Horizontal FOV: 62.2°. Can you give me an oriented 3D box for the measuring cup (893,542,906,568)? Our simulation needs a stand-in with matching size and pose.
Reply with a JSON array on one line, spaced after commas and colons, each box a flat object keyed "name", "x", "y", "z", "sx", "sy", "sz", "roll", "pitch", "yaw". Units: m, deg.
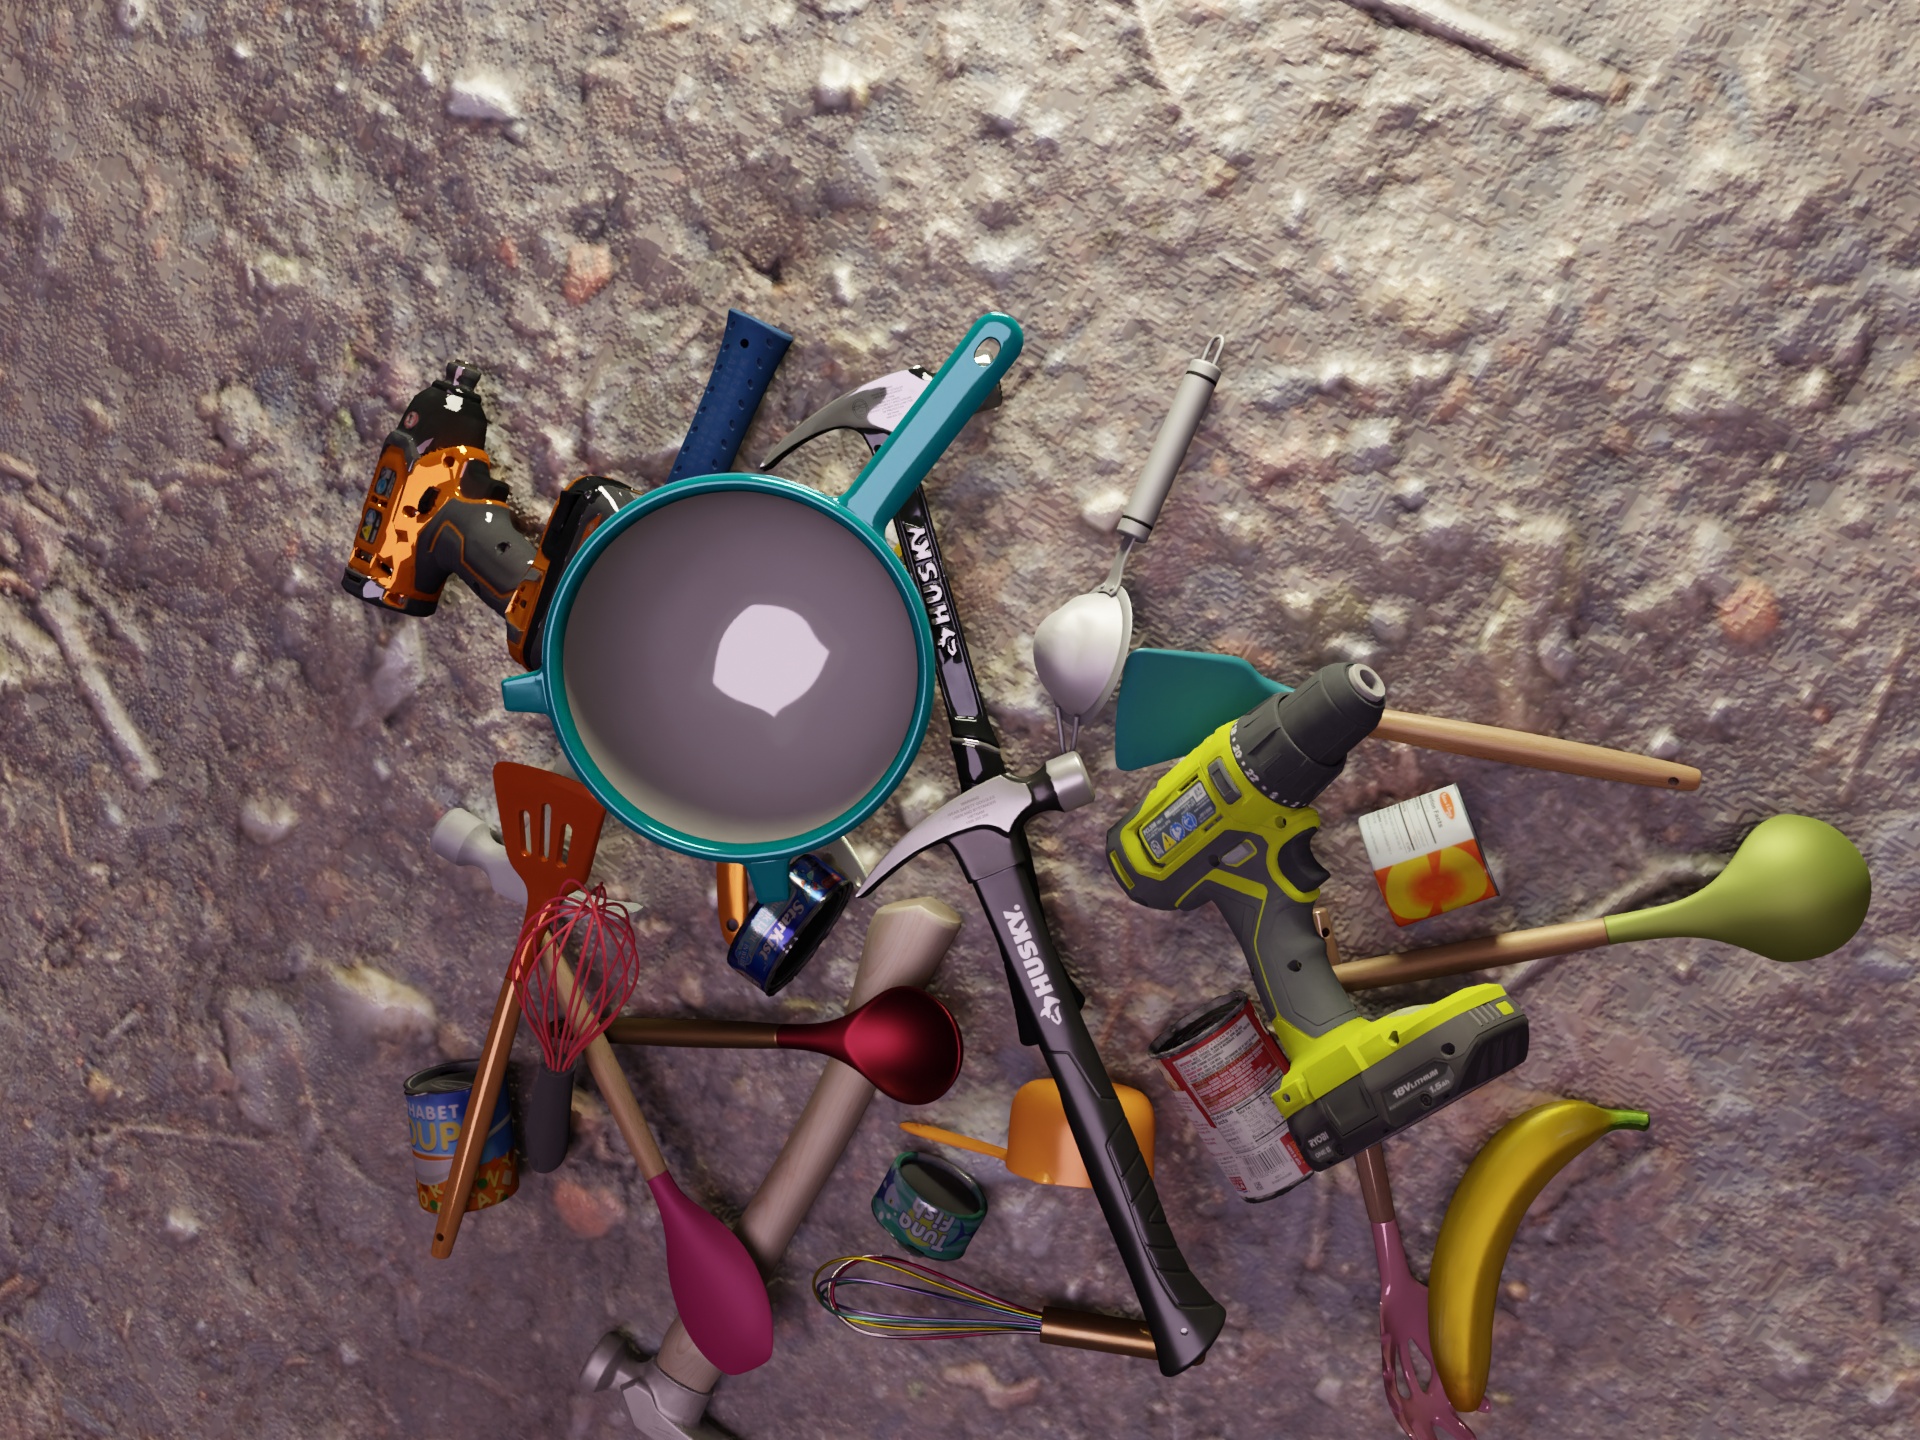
[{"name": "measuring cup", "x": -0.060, "y": -0.040, "z": 0.979, "sx": 0.062, "sy": 0.029, "sz": 0.156, "roll": 25, "pitch": 89, "yaw": 4}]

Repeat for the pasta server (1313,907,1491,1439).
[{"name": "pasta server", "x": 0.243, "y": 0.264, "z": 0.922, "sx": 0.060, "sy": 0.040, "sz": 0.316, "roll": -13, "pitch": 91, "yaw": -19}]

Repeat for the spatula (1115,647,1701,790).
[{"name": "spatula", "x": 0.248, "y": 0.011, "z": 0.891, "sx": 0.317, "sy": 0.044, "sz": 0.082, "roll": 10, "pitch": 122, "yaw": 11}]

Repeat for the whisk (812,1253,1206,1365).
[{"name": "whisk", "x": 0.028, "y": 0.365, "z": 0.976, "sx": 0.245, "sy": 0.051, "sz": 0.047, "roll": 7, "pitch": 85, "yaw": 5}]

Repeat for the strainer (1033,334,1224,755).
[{"name": "strainer", "x": 0.094, "y": -0.103, "z": 0.910, "sx": 0.050, "sy": 0.087, "sz": 0.258, "roll": 24, "pitch": 91, "yaw": -24}]

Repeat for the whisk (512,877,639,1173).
[{"name": "whisk", "x": -0.244, "y": 0.198, "z": 0.973, "sx": 0.073, "sy": 0.073, "sz": 0.295, "roll": 30, "pitch": 134, "yaw": 10}]

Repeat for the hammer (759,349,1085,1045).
[{"name": "hammer", "x": -0.002, "y": -0.003, "z": 0.947, "sx": 0.149, "sy": 0.036, "sz": 0.409, "roll": -15, "pitch": 95, "yaw": 1}]

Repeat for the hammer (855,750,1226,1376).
[{"name": "hammer", "x": 0.059, "y": 0.196, "z": 0.881, "sx": 0.146, "sy": 0.035, "sz": 0.335, "roll": -22, "pitch": 83, "yaw": 1}]

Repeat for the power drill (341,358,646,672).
[{"name": "power drill", "x": -0.275, "y": -0.122, "z": 0.970, "sx": 0.227, "sy": 0.084, "sz": 0.164, "roll": 23, "pitch": 97, "yaw": 30}]

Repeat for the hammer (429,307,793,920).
[{"name": "hammer", "x": -0.200, "y": -0.060, "z": 1.002, "sx": 0.144, "sy": 0.035, "sz": 0.405, "roll": 28, "pitch": 102, "yaw": 10}]

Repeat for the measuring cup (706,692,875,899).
[{"name": "measuring cup", "x": -0.110, "y": 0.049, "z": 0.955, "sx": 0.168, "sy": 0.038, "sz": 0.083, "roll": 51, "pitch": 144, "yaw": 23}]

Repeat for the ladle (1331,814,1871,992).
[{"name": "ladle", "x": 0.327, "y": 0.118, "z": 0.878, "sx": 0.320, "sy": 0.062, "sz": 0.078, "roll": -14, "pitch": 94, "yaw": 18}]

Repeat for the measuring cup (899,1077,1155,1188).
[{"name": "measuring cup", "x": 0.037, "y": 0.239, "z": 0.960, "sx": 0.174, "sy": 0.095, "sz": 0.052, "roll": 4, "pitch": 86, "yaw": 33}]

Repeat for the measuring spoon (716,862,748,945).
[{"name": "measuring spoon", "x": -0.149, "y": 0.088, "z": 1.017, "sx": 0.021, "sy": 0.011, "sz": 0.117, "roll": -1, "pitch": 96, "yaw": 15}]

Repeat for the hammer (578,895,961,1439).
[{"name": "hammer", "x": -0.098, "y": 0.298, "z": 1.014, "sx": 0.146, "sy": 0.038, "sz": 0.410, "roll": 30, "pitch": 102, "yaw": 8}]

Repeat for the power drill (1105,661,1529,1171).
[{"name": "power drill", "x": 0.193, "y": 0.100, "z": 0.841, "sx": 0.190, "sy": 0.080, "sz": 0.229, "roll": -46, "pitch": 63, "yaw": 38}]

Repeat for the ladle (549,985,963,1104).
[{"name": "ladle", "x": -0.133, "y": 0.197, "z": 0.990, "sx": 0.315, "sy": 0.031, "sz": 0.069, "roll": -4, "pitch": 85, "yaw": 27}]

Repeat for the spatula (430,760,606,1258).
[{"name": "spatula", "x": -0.291, "y": 0.187, "z": 1.002, "sx": 0.081, "sy": 0.041, "sz": 0.322, "roll": 16, "pitch": 92, "yaw": 14}]

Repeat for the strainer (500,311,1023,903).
[{"name": "strainer", "x": -0.078, "y": -0.082, "z": 0.881, "sx": 0.211, "sy": 0.095, "sz": 0.340, "roll": 38, "pitch": 97, "yaw": -5}]

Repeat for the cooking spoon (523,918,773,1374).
[{"name": "cooking spoon", "x": -0.205, "y": 0.267, "z": 1.014, "sx": 0.069, "sy": 0.017, "sz": 0.319, "roll": -31, "pitch": 82, "yaw": 21}]
